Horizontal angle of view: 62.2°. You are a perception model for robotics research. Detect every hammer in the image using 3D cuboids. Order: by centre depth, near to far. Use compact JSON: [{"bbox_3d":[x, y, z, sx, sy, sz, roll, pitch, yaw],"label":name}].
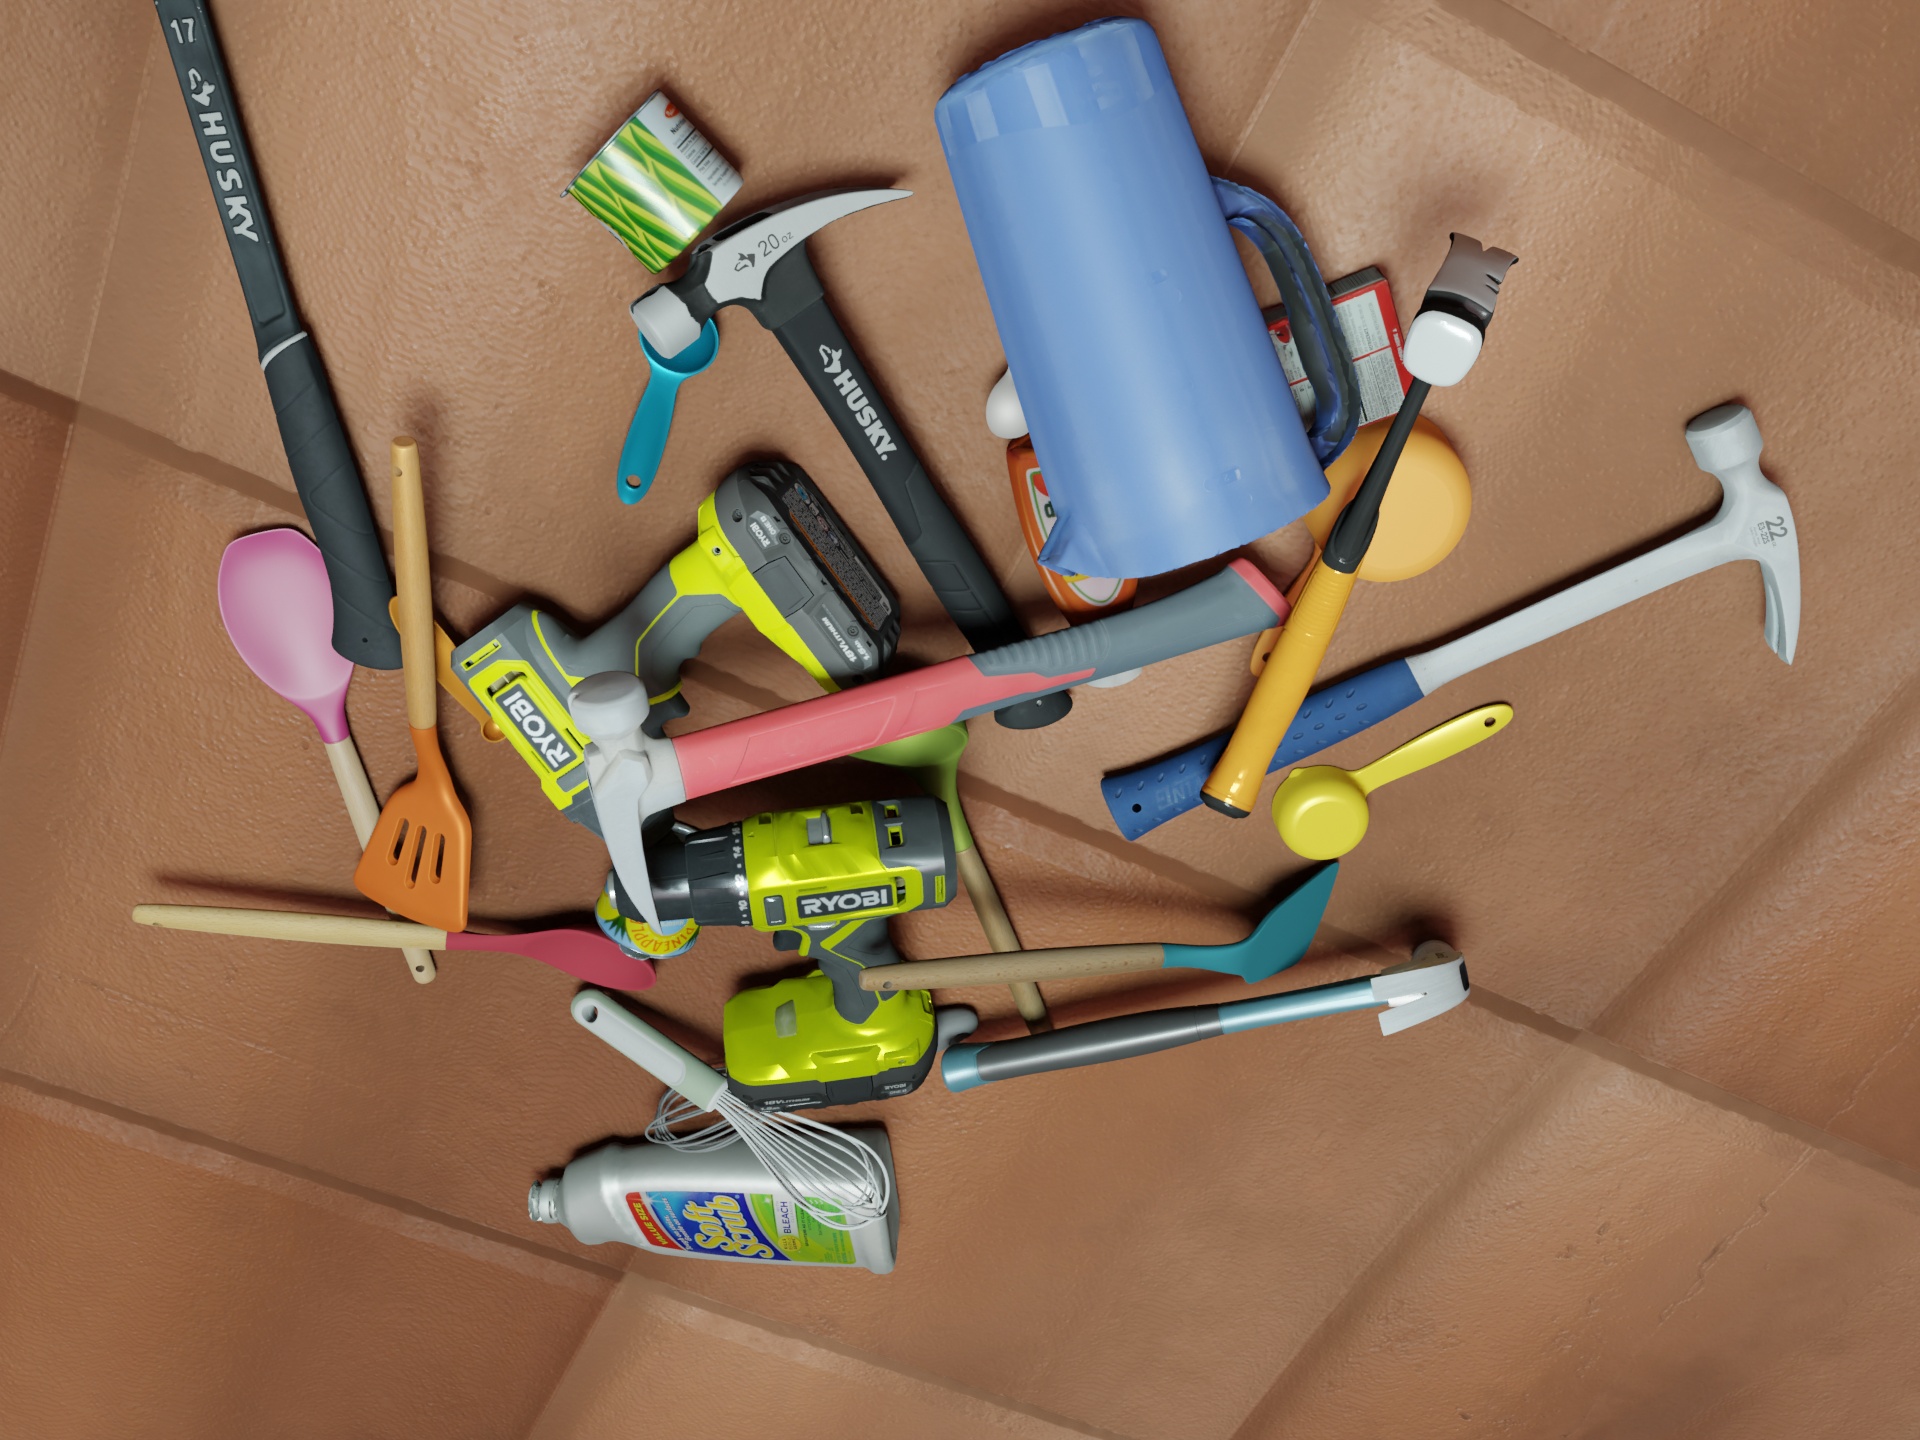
[{"bbox_3d":[0.191,-0.079,0.809,0.034,0.127,0.336,25,131,9],"label":"hammer"},{"bbox_3d":[-0.348,-0.211,0.816,0.149,0.036,0.408,-6,119,2],"label":"hammer"},{"bbox_3d":[-0.001,-0.003,0.842,0.386,0.038,0.143,-16,123,-15],"label":"hammer"},{"bbox_3d":[-0.023,-0.123,0.849,0.146,0.035,0.334,-39,122,-8],"label":"hammer"},{"bbox_3d":[0.273,-0.024,0.913,0.405,0.035,0.144,-26,106,15],"label":"hammer"},{"bbox_3d":[0.150,0.189,0.996,0.331,0.128,0.033,-13,87,11],"label":"hammer"}]

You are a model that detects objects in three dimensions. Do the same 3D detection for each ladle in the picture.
[{"bbox_3d":[0.007,0.105,0.983,0.078,0.062,0.319,-10,122,21],"label":"ladle"},{"bbox_3d":[-0.348,0.135,0.995,0.315,0.031,0.069,7,144,-11],"label":"ladle"}]

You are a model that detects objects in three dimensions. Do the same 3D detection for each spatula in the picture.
[{"bbox_3d":[-0.307,-0.013,0.889,0.081,0.041,0.322,21,130,11],"label":"spatula"},{"bbox_3d":[0.091,0.136,0.949,0.317,0.044,0.082,-1,125,-20],"label":"spatula"}]

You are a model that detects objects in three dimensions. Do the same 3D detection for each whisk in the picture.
[{"bbox_3d":[-0.149,0.246,1.020,0.246,0.059,0.058,32,98,9],"label":"whisk"},{"bbox_3d":[-0.100,0.238,1.064,0.239,0.055,0.055,-20,117,6],"label":"whisk"}]

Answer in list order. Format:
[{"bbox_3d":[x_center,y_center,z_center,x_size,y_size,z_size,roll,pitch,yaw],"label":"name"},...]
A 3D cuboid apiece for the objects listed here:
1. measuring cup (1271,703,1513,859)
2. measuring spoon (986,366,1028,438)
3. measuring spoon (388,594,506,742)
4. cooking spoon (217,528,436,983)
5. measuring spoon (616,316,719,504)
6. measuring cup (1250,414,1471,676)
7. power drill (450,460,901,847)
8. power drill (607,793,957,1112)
[{"bbox_3d":[0.262,0.035,0.956,0.156,0.029,0.062,-30,115,17],"label":"measuring cup"},{"bbox_3d":[0.041,-0.204,0.820,0.034,0.018,0.124,-7,119,-42],"label":"measuring spoon"},{"bbox_3d":[-0.295,-0.030,0.917,0.021,0.011,0.116,-38,132,-13],"label":"measuring spoon"},{"bbox_3d":[-0.370,0.032,0.962,0.068,0.017,0.318,-16,120,-13],"label":"cooking spoon"},{"bbox_3d":[-0.161,-0.172,0.854,0.042,0.021,0.128,20,126,-10],"label":"measuring spoon"},{"bbox_3d":[0.211,-0.085,0.875,0.095,0.052,0.173,24,115,-13],"label":"measuring cup"},{"bbox_3d":[-0.151,-0.027,0.889,0.223,0.080,0.171,-31,104,19],"label":"power drill"},{"bbox_3d":[-0.098,0.138,0.944,0.190,0.080,0.228,-7,136,-6],"label":"power drill"}]
